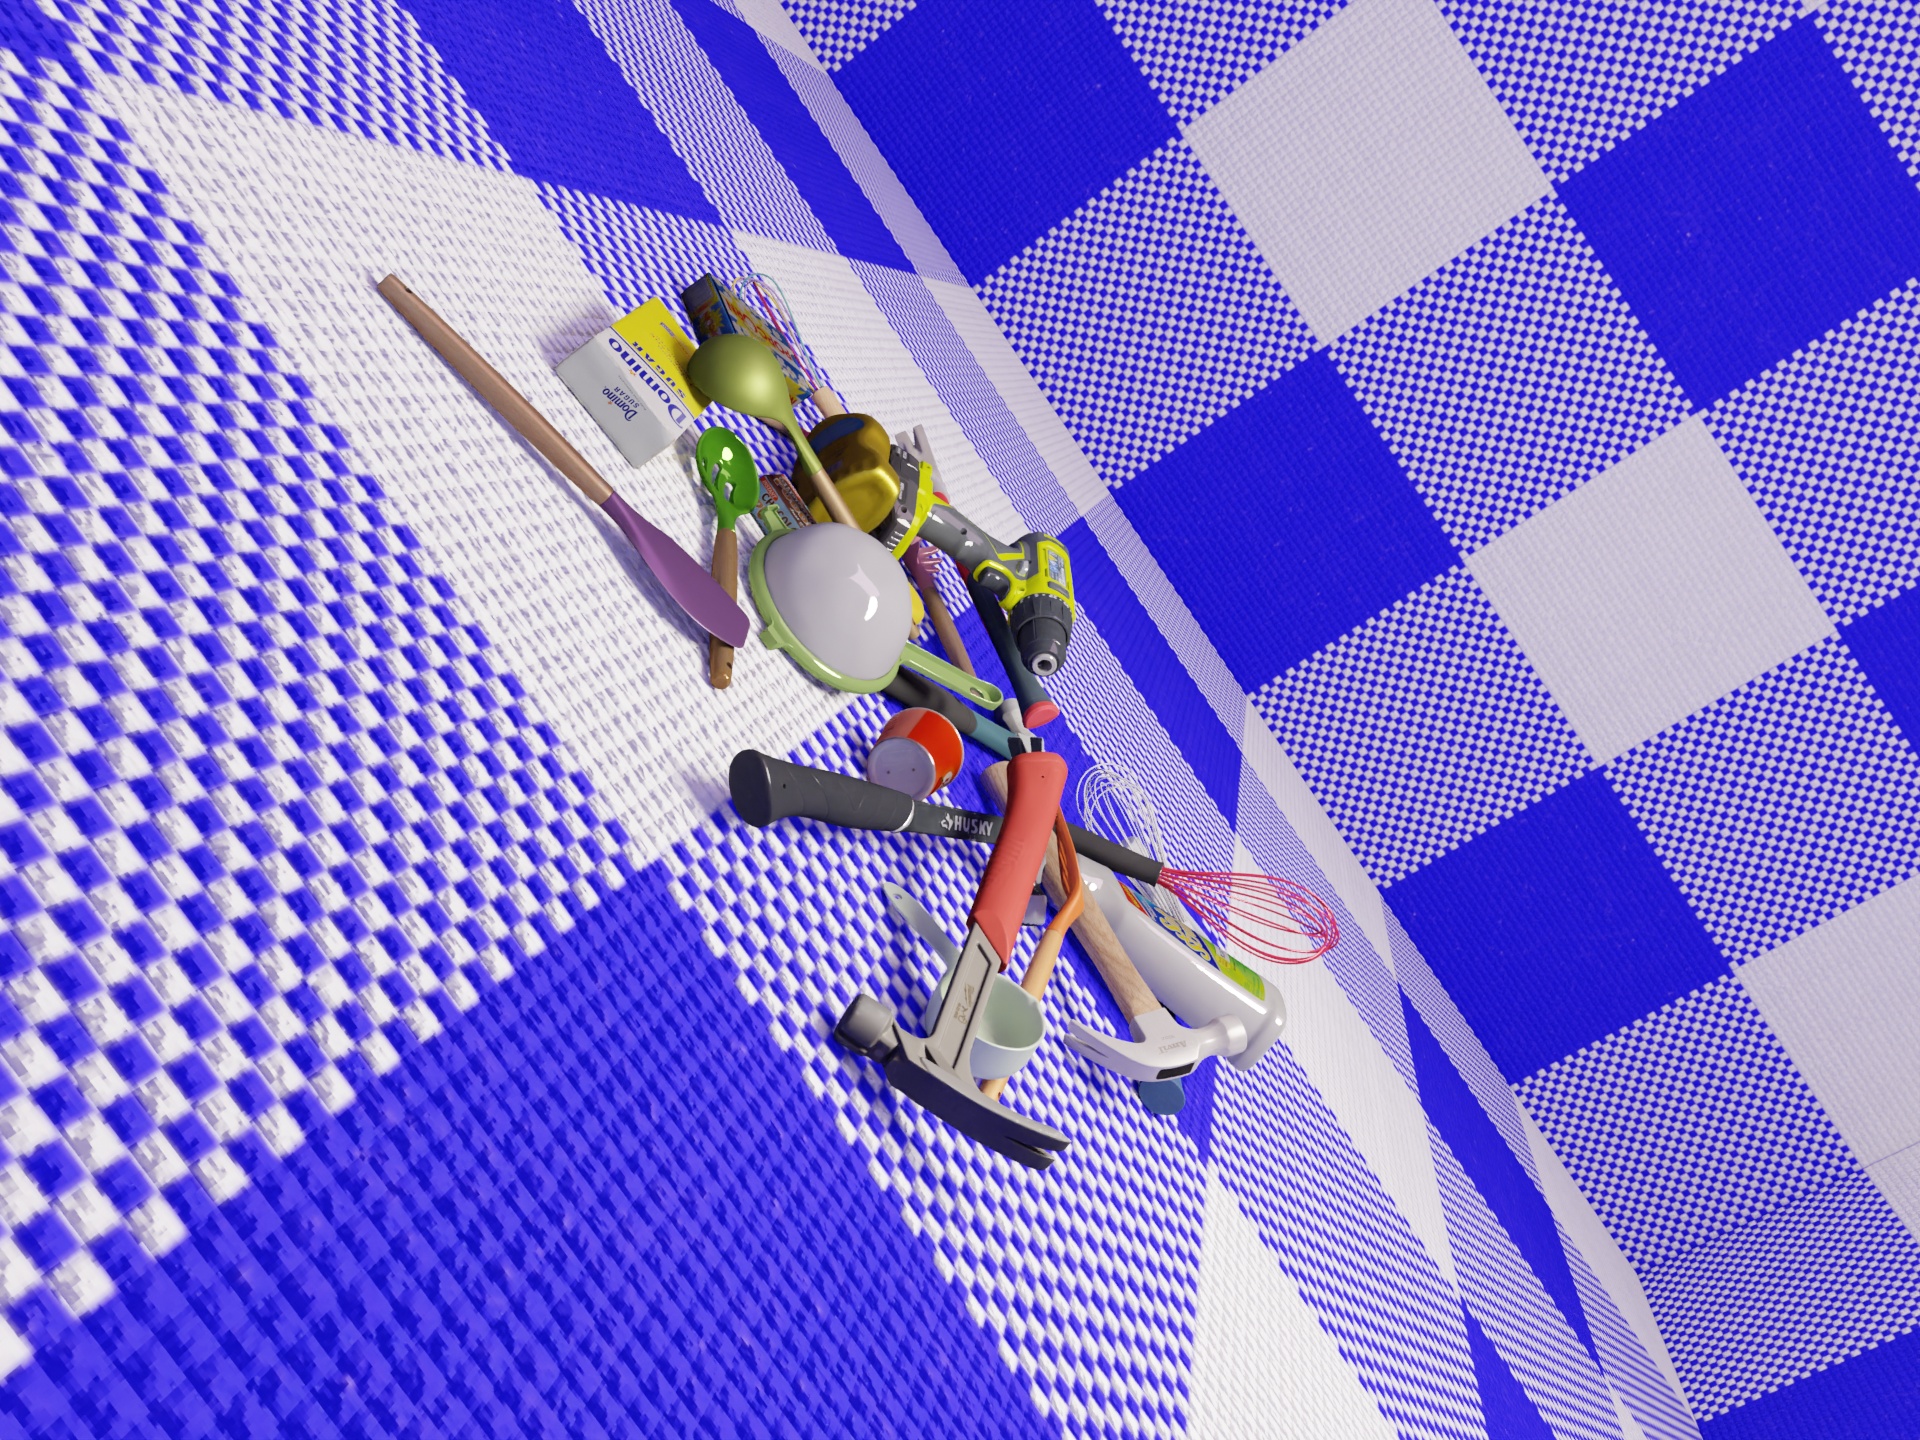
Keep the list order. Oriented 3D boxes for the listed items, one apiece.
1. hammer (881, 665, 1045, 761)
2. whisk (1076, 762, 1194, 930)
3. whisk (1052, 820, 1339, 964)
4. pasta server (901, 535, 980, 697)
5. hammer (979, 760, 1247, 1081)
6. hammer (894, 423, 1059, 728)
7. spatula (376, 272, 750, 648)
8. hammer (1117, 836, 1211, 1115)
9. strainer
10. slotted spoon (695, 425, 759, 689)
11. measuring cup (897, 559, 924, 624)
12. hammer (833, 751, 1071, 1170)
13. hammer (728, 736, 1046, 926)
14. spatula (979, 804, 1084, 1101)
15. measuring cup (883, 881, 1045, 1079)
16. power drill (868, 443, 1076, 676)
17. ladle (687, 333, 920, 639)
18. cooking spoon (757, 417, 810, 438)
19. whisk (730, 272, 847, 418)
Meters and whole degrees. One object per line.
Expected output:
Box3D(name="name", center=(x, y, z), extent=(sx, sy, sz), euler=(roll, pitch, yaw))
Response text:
Box3D(name="hammer", center=(-0.002, -0.005, 1.417), extent=(0.330, 0.033, 0.128), euler=(30, 30, -57))
Box3D(name="whisk", center=(0.190, 0.169, 1.482), extent=(0.284, 0.070, 0.070), euler=(62, 16, 1))
Box3D(name="whisk", center=(0.196, 0.146, 1.425), extent=(0.296, 0.073, 0.073), euler=(21, 14, 8))
Box3D(name="pasta server", center=(-0.017, -0.112, 1.514), extent=(0.317, 0.040, 0.060), euler=(-113, 178, -54))
Box3D(name="hammer", center=(0.096, 0.155, 1.304), extent=(0.031, 0.130, 0.332), euler=(102, -32, -42))
Box3D(name="hammer", center=(0.016, -0.142, 1.604), extent=(0.143, 0.038, 0.387), euler=(67, 0, -47))
Box3D(name="spatula", center=(-0.245, -0.159, 1.013), extent=(0.315, 0.018, 0.060), euler=(46, 25, -23))
Box3D(name="hammer", center=(0.190, 0.246, 1.490), extent=(0.144, 0.035, 0.406), euler=(53, 16, -12))
Box3D(name="strainer", center=(-0.047, -0.079, 1.256), extent=(0.256, 0.069, 0.152), euler=(28, 39, -33))
Box3D(name="slotted spoon", center=(-0.173, -0.122, 1.160), extent=(0.070, 0.031, 0.314), euler=(45, 21, -33))
Box3D(name="measuring cup", center=(-0.058, -0.137, 1.510), extent=(0.062, 0.029, 0.157), euler=(48, 21, -26))
Box3D(name="hammer", center=(0.033, 0.130, 1.052), extent=(0.149, 0.036, 0.359), euler=(33, 32, -5))
Box3D(name="hammer", center=(-0.031, 0.061, 1.102), extent=(0.408, 0.036, 0.149), euler=(18, 74, -61))
Box3D(name="spatula", center=(0.052, 0.171, 1.152), extent=(0.323, 0.041, 0.081), euler=(-59, 147, -56))
Box3D(name="measuring cup", center=(-0.011, 0.172, 1.054), extent=(0.083, 0.038, 0.168), euler=(1, 34, -42))
Box3D(name="power drill", center=(0.009, -0.143, 1.471), extent=(0.228, 0.080, 0.191), euler=(29, 32, -19))
Box3D(name="ladle", center=(-0.118, -0.179, 1.297), extent=(0.078, 0.062, 0.319), euler=(-93, 158, -50))
Box3D(name="cooking spoon", center=(-0.167, -0.278, 1.489), extent=(0.069, 0.017, 0.318), euler=(62, 16, 20))
Box3D(name="whisk", center=(-0.152, -0.351, 1.606), extent=(0.245, 0.051, 0.047), euler=(55, 9, 2))
